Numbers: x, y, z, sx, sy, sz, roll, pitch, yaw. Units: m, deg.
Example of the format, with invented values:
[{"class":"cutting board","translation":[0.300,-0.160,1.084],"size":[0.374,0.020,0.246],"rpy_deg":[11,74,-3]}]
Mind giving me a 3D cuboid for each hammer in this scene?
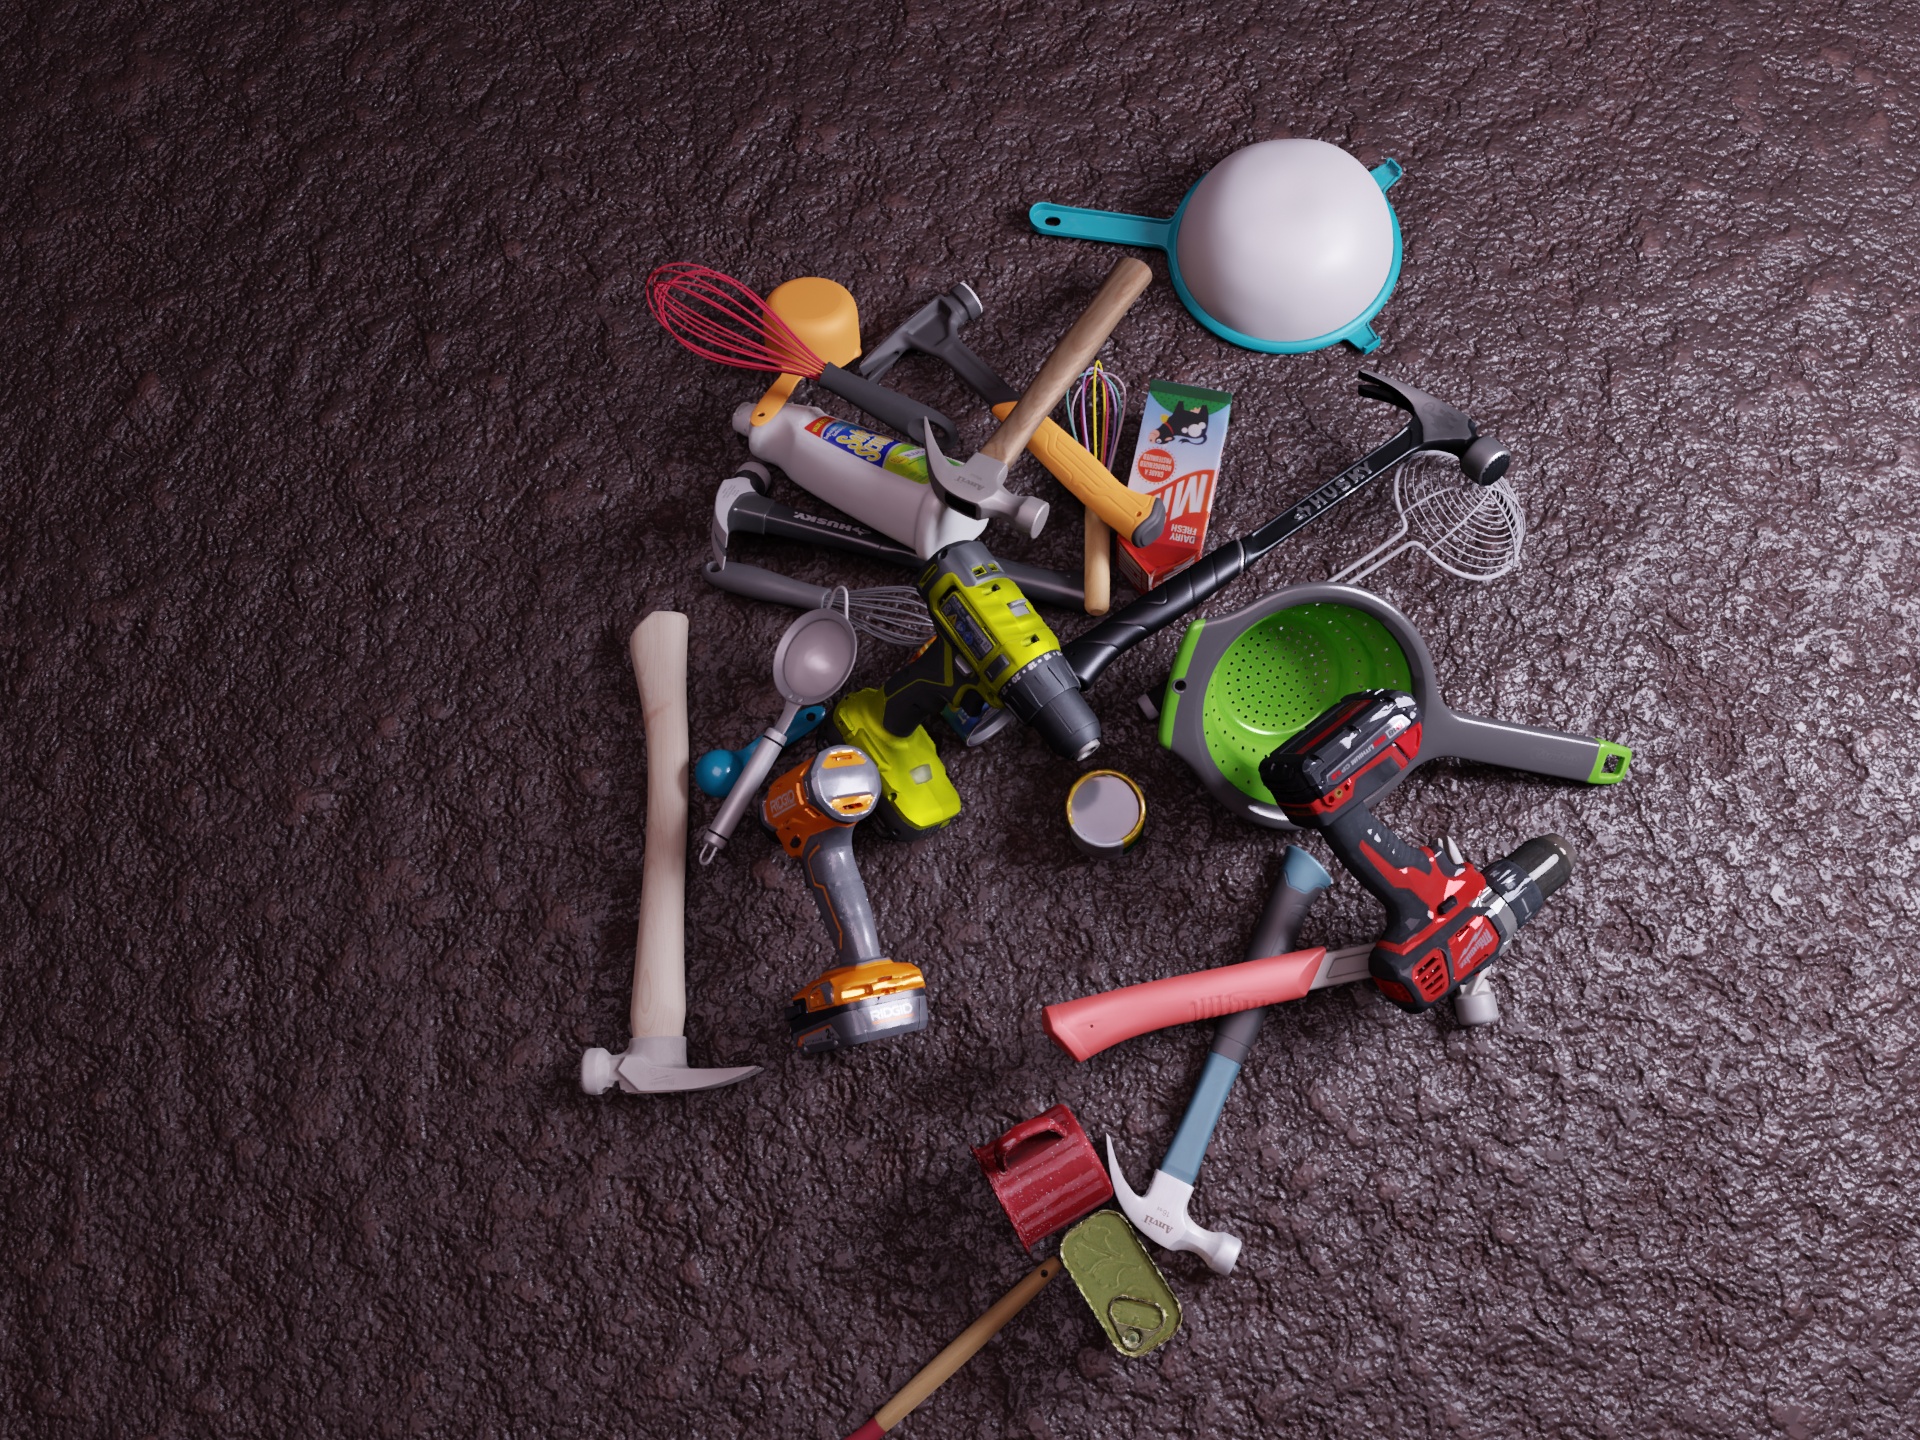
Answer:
[{"class":"hammer","translation":[0.238,0.194,1.239],"size":[0.359,0.036,0.149],"rpy_deg":[-10,80,-9]},{"class":"hammer","translation":[-0.053,-0.145,1.370],"size":[0.335,0.035,0.146],"rpy_deg":[14,34,2]},{"class":"hammer","translation":[0.077,-0.289,1.347],"size":[0.130,0.031,0.331],"rpy_deg":[24,58,15]},{"class":"hammer","translation":[0.238,-0.148,1.288],"size":[0.409,0.036,0.149],"rpy_deg":[-33,57,-9]},{"class":"hammer","translation":[-0.241,0.105,1.349],"size":[0.146,0.038,0.411],"rpy_deg":[-3,75,3]},{"class":"hammer","translation":[0.217,0.256,1.265],"size":[0.128,0.033,0.331],"rpy_deg":[23,78,10]},{"class":"hammer","translation":[0.052,-0.253,1.373],"size":[0.127,0.034,0.337],"rpy_deg":[-39,59,-6]}]

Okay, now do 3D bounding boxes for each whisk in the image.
[{"class":"whisk","translation":[0.117,-0.205,1.374],"size":[0.051,0.047,0.245],"rpy_deg":[8,67,-12]},{"class":"whisk","translation":[-0.118,-0.108,1.390],"size":[0.239,0.055,0.055],"rpy_deg":[14,77,14]},{"class":"whisk","translation":[-0.134,-0.306,1.358],"size":[0.296,0.073,0.073],"rpy_deg":[27,79,-5]}]

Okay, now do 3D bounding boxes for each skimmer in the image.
[{"class":"skimmer","translation":[0.312,-0.104,1.355],"size":[0.363,0.090,0.127],"rpy_deg":[-33,79,7]}]

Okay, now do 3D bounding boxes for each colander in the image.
[{"class":"colander","translation":[0.348,-0.008,1.296],"size":[0.397,0.095,0.204],"rpy_deg":[10,107,-10]}]

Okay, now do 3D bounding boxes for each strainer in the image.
[{"class":"strainer","translation":[-0.151,0.008,1.331],"size":[0.087,0.050,0.258],"rpy_deg":[23,78,36]},{"class":"strainer","translation":[0.229,-0.451,1.421],"size":[0.340,0.095,0.211],"rpy_deg":[9,76,7]}]

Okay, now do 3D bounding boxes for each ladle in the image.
[{"class":"ladle","translation":[-0.043,0.522,1.223],"size":[0.315,0.031,0.069],"rpy_deg":[-40,78,-7]}]

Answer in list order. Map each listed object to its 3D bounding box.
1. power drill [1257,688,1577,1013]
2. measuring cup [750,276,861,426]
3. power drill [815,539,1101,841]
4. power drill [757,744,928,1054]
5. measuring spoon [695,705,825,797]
[{"class":"power drill","translation":[0.353,0.085,1.207],"size":[0.188,0.080,0.226],"rpy_deg":[-35,98,-13]},{"class":"measuring cup","translation":[-0.149,-0.331,1.413],"size":[0.095,0.052,0.174],"rpy_deg":[15,51,12]},{"class":"power drill","translation":[-0.002,-0.004,1.263],"size":[0.191,0.080,0.228],"rpy_deg":[54,129,14]},{"class":"power drill","translation":[-0.107,0.147,1.277],"size":[0.084,0.164,0.226],"rpy_deg":[-6,79,-31]},{"class":"measuring spoon","translation":[-0.168,0.020,1.356],"size":[0.128,0.021,0.042],"rpy_deg":[-33,81,-19]}]
